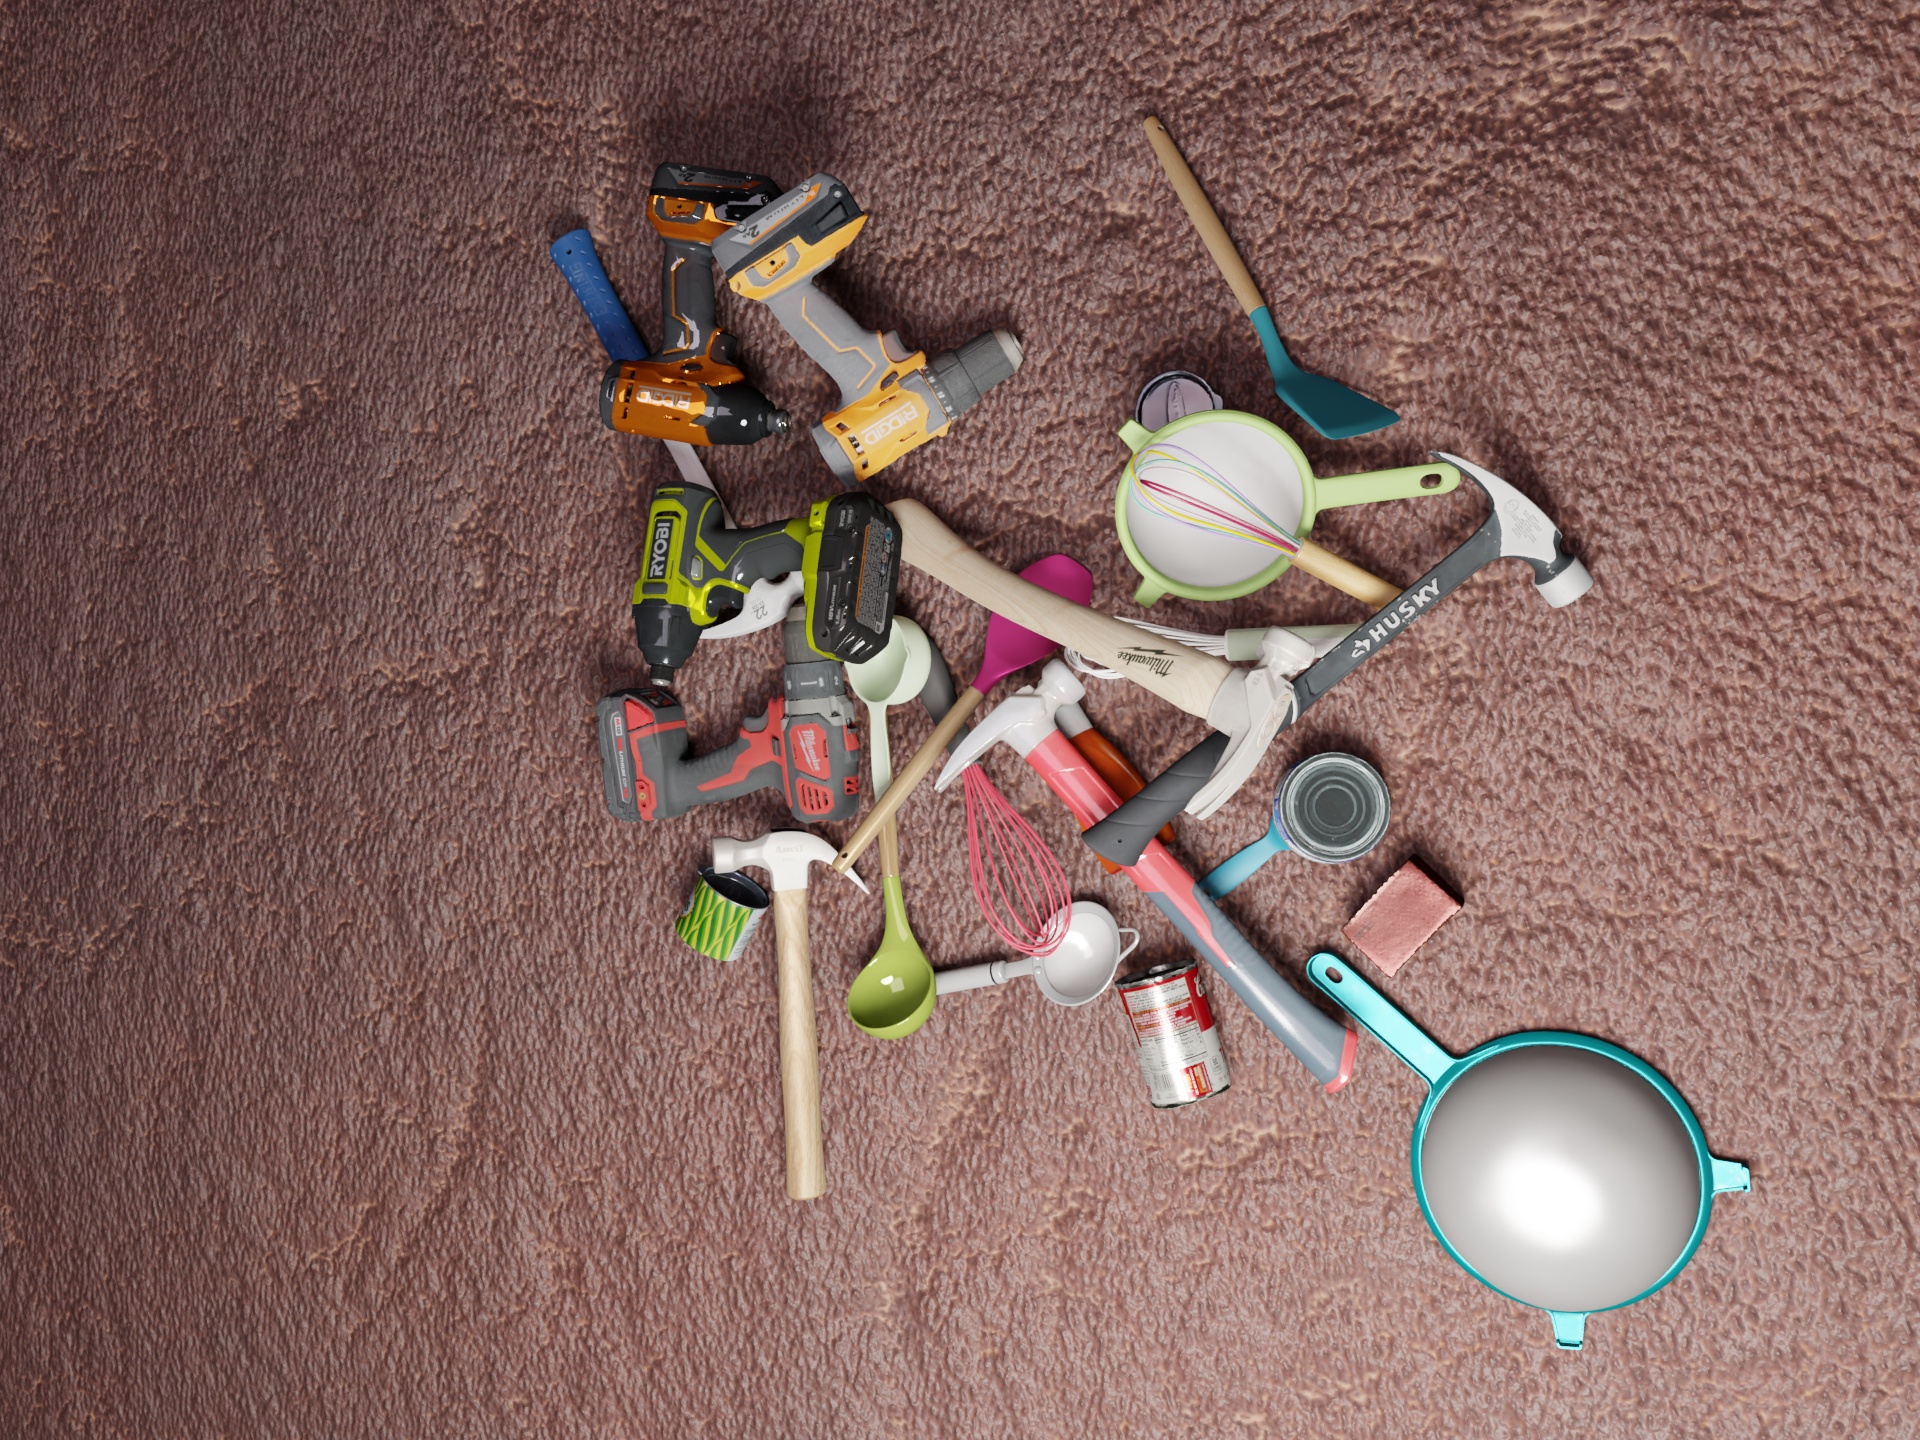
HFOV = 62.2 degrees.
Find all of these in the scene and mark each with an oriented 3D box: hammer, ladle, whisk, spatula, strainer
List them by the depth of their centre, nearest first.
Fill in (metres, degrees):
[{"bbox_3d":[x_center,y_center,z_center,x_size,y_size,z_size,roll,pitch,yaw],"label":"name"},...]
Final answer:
[{"bbox_3d":[0.384,0.296,1.161,0.340,0.095,0.211,42,106,13],"label":"strainer"},{"bbox_3d":[0.256,-0.030,1.171,0.409,0.036,0.149,-39,97,8],"label":"hammer"},{"bbox_3d":[0.229,-0.133,1.177,0.245,0.047,0.051,25,115,-14],"label":"whisk"},{"bbox_3d":[0.245,-0.179,1.215,0.256,0.069,0.151,-7,117,5],"label":"strainer"},{"bbox_3d":[0.224,-0.343,1.223,0.318,0.082,0.044,63,148,12],"label":"spatula"},{"bbox_3d":[0.150,0.138,1.224,0.143,0.038,0.386,-42,79,2],"label":"hammer"},{"bbox_3d":[0.069,-0.072,1.232,0.411,0.038,0.146,30,90,36],"label":"hammer"},{"bbox_3d":[0.202,-0.059,1.245,0.246,0.059,0.057,-2,130,17],"label":"whisk"},{"bbox_3d":[0.014,0.057,1.311,0.073,0.073,0.296,-29,73,20],"label":"whisk"},{"bbox_3d":[0.041,0.207,1.322,0.258,0.050,0.087,-15,59,27],"label":"strainer"},{"bbox_3d":[-0.066,0.105,1.337,0.078,0.062,0.320,-8,82,23],"label":"ladle"},{"bbox_3d":[-0.139,0.255,1.377,0.130,0.031,0.331,-5,100,-13],"label":"hammer"},{"bbox_3d":[-0.265,-0.258,1.423,0.144,0.035,0.405,-32,81,19],"label":"hammer"}]

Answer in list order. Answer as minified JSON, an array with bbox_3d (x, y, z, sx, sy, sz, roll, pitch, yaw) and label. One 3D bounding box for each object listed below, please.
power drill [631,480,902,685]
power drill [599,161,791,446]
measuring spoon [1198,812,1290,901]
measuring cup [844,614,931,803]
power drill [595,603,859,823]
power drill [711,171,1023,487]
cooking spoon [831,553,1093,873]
[{"bbox_3d":[-0.168,-0.111,1.316,0.223,0.080,0.171,2,80,26],"label":"power drill"},{"bbox_3d":[-0.207,-0.346,1.357,0.164,0.084,0.226,12,90,11],"label":"power drill"},{"bbox_3d":[0.230,0.108,1.252,0.128,0.021,0.042,-40,78,16],"label":"measuring spoon"},{"bbox_3d":[-0.055,-0.006,1.325,0.083,0.038,0.167,-5,86,47],"label":"measuring cup"},{"bbox_3d":[-0.199,0.000,1.386,0.227,0.080,0.188,-5,93,18],"label":"power drill"},{"bbox_3d":[-0.073,-0.328,1.288,0.185,0.084,0.226,-30,105,6],"label":"power drill"},{"bbox_3d":[-0.002,-0.004,1.296,0.069,0.017,0.319,37,86,17],"label":"cooking spoon"}]
